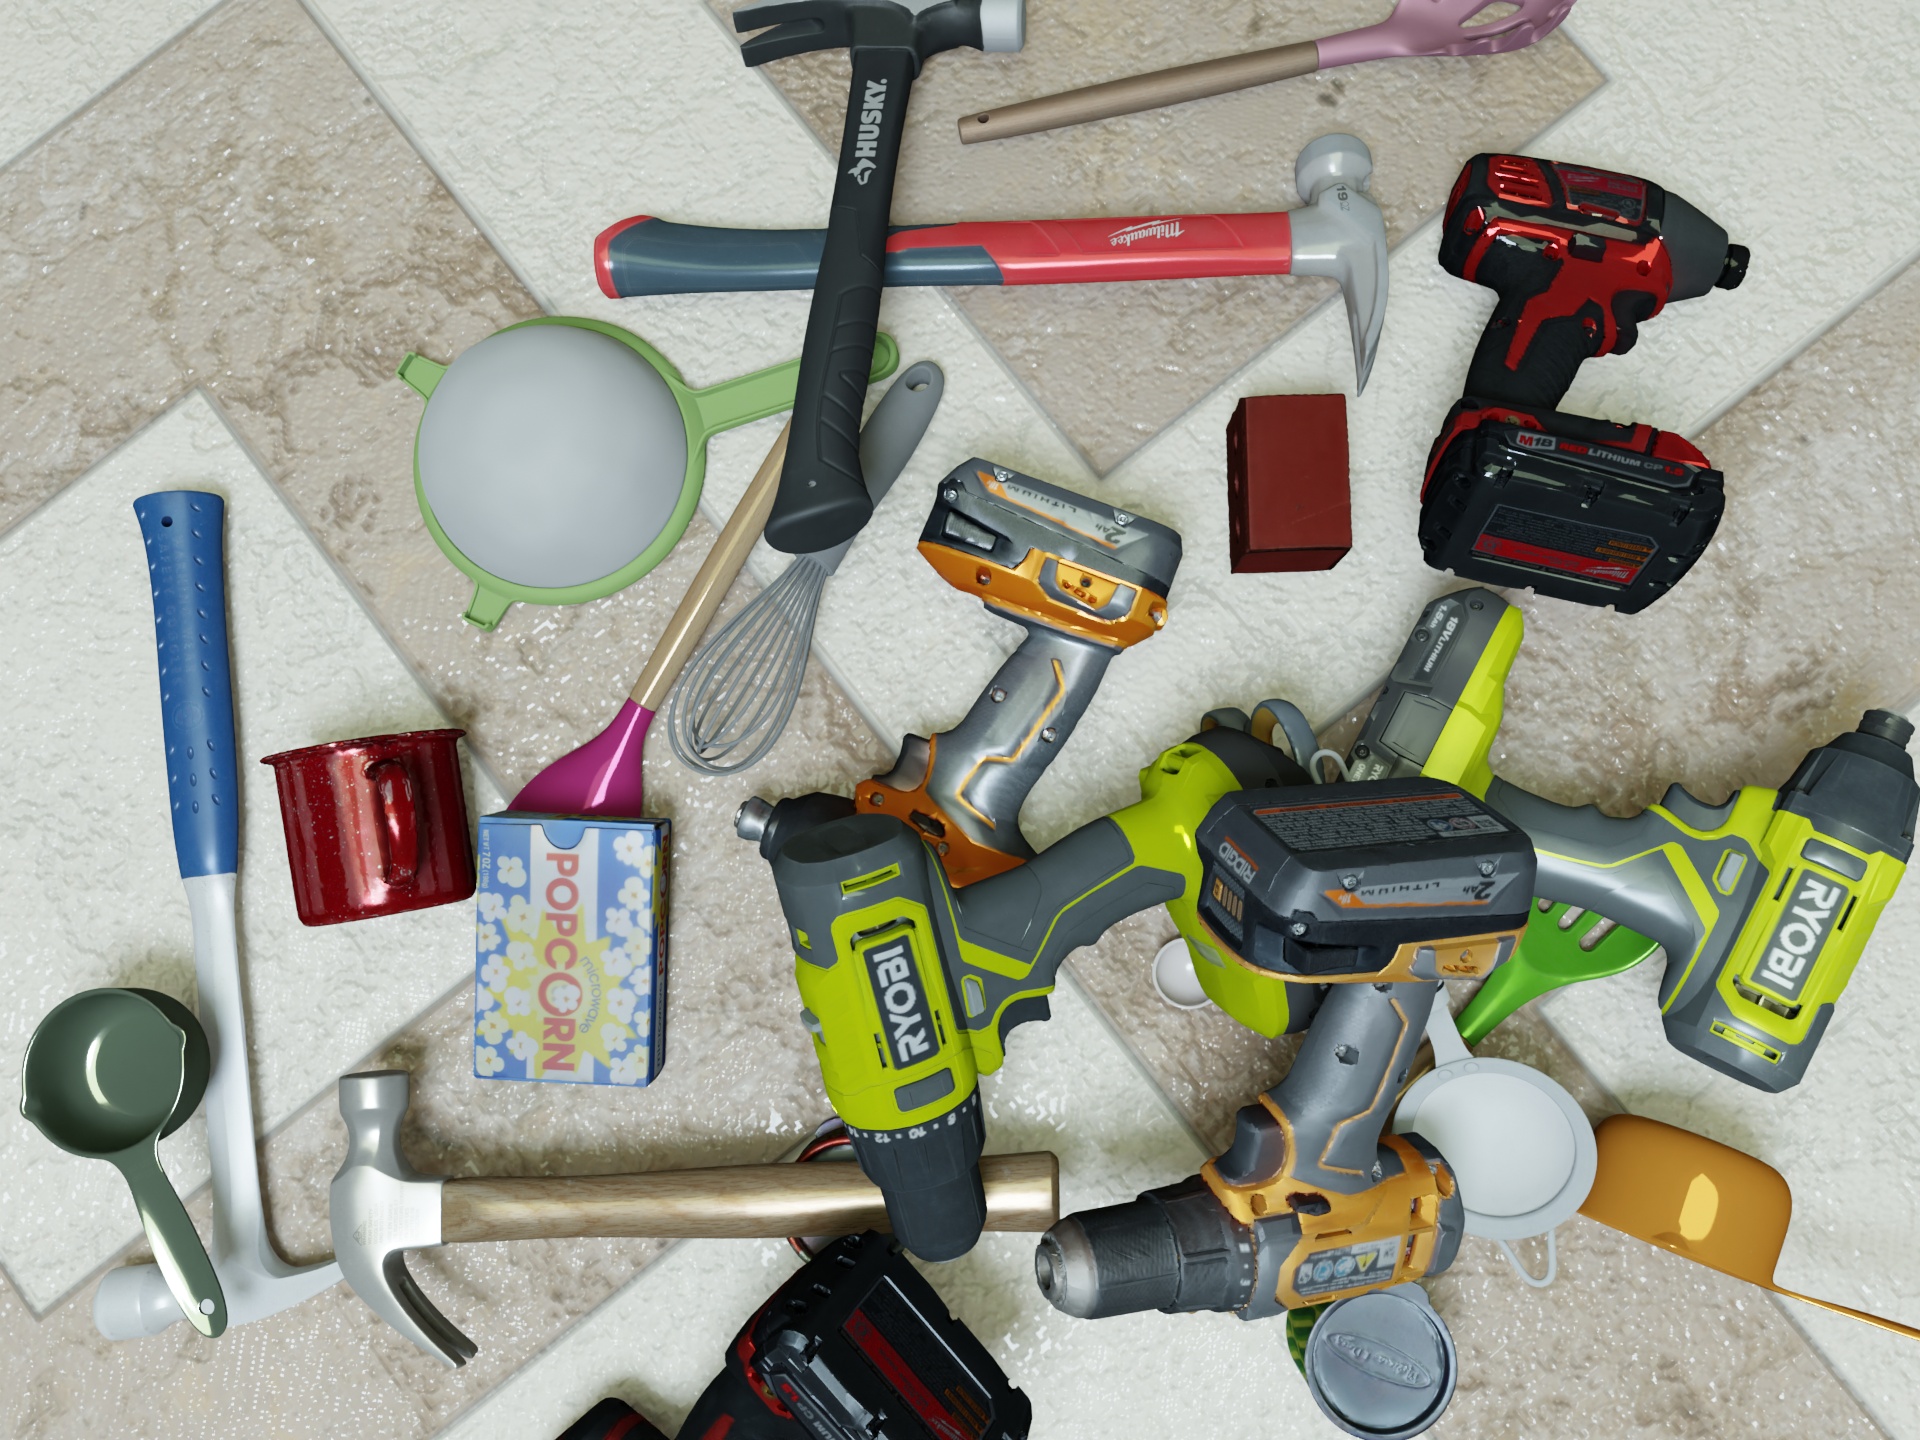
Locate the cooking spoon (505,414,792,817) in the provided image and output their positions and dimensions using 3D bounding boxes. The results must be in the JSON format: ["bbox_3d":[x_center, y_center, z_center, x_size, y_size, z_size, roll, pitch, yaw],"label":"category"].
[{"bbox_3d":[-0.144,-0.030,0.781,0.069,0.017,0.319,31,92,5],"label":"cooking spoon"}]

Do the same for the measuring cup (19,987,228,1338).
[{"bbox_3d":[-0.367,0.201,0.732,0.083,0.038,0.167,-26,85,0],"label":"measuring cup"}]

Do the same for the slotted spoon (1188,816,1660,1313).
[{"bbox_3d":[0.216,0.166,0.750,0.314,0.031,0.070,-44,79,-1],"label":"slotted spoon"}]

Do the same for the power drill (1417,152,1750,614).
[{"bbox_3d":[0.290,-0.166,0.734,0.143,0.078,0.220,13,62,4],"label":"power drill"}]

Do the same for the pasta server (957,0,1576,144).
[{"bbox_3d":[0.153,-0.336,0.804,0.316,0.040,0.060,-11,71,2],"label":"pasta server"}]

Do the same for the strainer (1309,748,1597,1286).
[{"bbox_3d":[0.211,0.128,0.705,0.087,0.050,0.258,-21,99,24],"label":"strainer"}]

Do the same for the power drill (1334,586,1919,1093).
[{"bbox_3d":[0.294,0.037,0.710,0.223,0.080,0.171,27,85,18],"label":"power drill"}]

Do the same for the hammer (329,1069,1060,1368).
[{"bbox_3d":[-0.120,0.222,0.722,0.331,0.031,0.130,-2,84,3],"label":"hammer"}]

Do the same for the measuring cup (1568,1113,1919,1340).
[{"bbox_3d":[0.358,0.222,0.691,0.174,0.095,0.052,16,79,25],"label":"measuring cup"}]

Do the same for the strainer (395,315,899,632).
[{"bbox_3d":[-0.155,-0.151,0.780,0.256,0.069,0.151,-17,83,2],"label":"strainer"}]

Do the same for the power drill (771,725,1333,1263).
[{"bbox_3d":[0.046,0.111,0.679,0.228,0.080,0.190,-19,105,-18],"label":"power drill"}]

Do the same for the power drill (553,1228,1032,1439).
[{"bbox_3d":[-0.070,0.346,0.683,0.188,0.080,0.226,48,118,6],"label":"power drill"}]

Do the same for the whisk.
[{"bbox_3d":[-0.068,-0.077,0.776,0.055,0.055,0.239,28,78,5],"label":"whisk"}]

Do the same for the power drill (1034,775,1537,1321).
[{"bbox_3d":[0.126,0.143,0.638,0.185,0.084,0.226,-3,114,-19],"label":"power drill"}]

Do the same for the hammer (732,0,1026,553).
[{"bbox_3d":[-0.055,-0.225,0.749,0.146,0.035,0.335,3,64,7],"label":"hammer"}]

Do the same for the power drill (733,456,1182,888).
[{"bbox_3d":[-0.001,-0.002,0.753,0.164,0.084,0.226,20,89,4],"label":"power drill"}]

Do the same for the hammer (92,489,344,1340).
[{"bbox_3d":[-0.361,0.087,0.781,0.144,0.035,0.405,-8,83,2],"label":"hammer"}]

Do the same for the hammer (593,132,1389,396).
[{"bbox_3d":[0.010,-0.217,0.779,0.386,0.038,0.143,-1,61,5],"label":"hammer"}]

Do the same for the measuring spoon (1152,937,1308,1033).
[{"bbox_3d":[0.151,0.136,0.755,0.124,0.018,0.034,17,72,10],"label":"measuring spoon"}]
